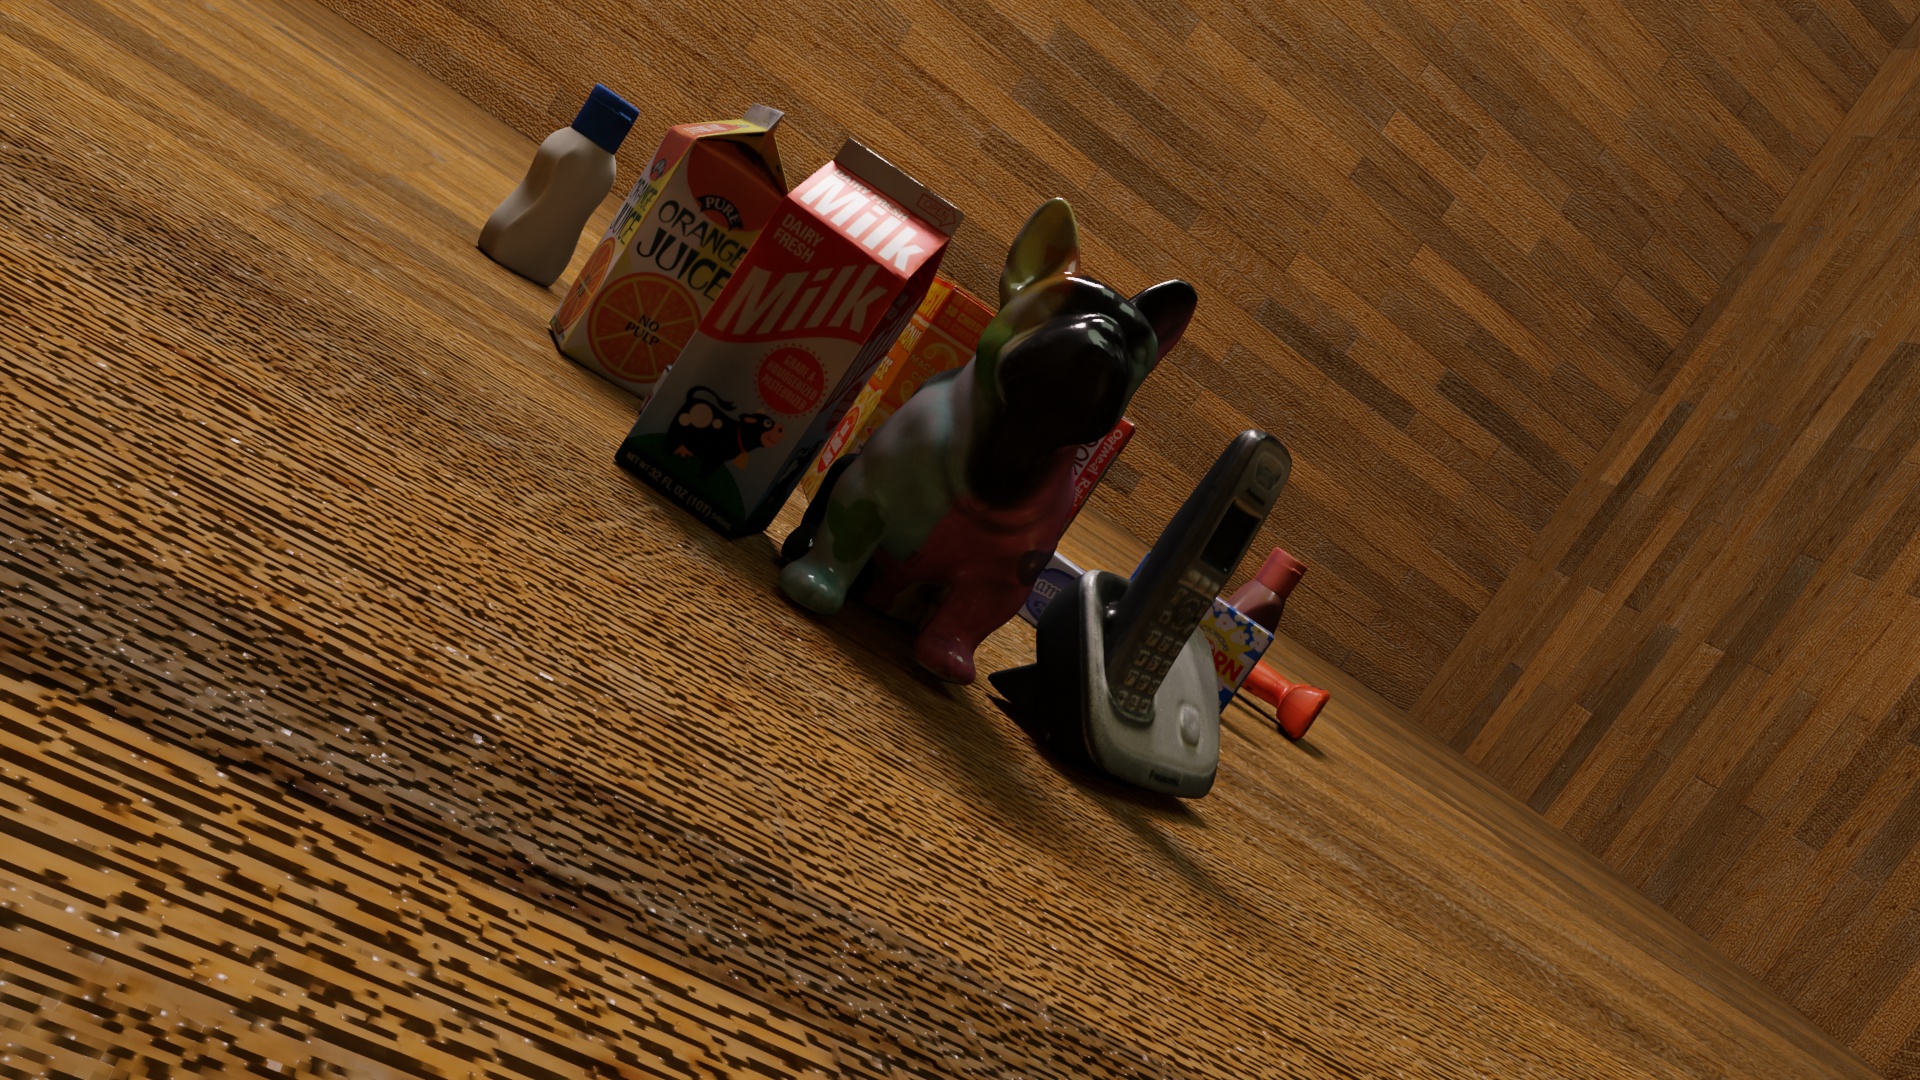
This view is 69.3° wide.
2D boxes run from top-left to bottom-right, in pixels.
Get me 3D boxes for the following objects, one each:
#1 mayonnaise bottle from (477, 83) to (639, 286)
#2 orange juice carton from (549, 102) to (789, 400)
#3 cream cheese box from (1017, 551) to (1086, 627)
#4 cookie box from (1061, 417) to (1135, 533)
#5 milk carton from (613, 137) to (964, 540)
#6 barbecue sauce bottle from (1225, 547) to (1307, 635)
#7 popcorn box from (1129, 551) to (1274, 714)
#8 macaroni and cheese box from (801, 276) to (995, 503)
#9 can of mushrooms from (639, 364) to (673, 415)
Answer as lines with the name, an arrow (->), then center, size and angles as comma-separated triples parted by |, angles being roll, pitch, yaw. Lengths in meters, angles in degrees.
mayonnaise bottle -> -0.289, -0.262, 1.019 | 0.041, 0.148, 0.064 | 38, 7, 34
orange juice carton -> -0.171, -0.187, 0.862 | 0.073, 0.192, 0.072 | 31, 7, -30
cream cheese box -> 0.076, 0.045, 1.003 | 0.104, 0.053, 0.024 | 36, 6, 16
cookie box -> 0.099, -0.047, 1.282 | 0.040, 0.167, 0.123 | 35, 6, 5
milk carton -> -0.079, -0.098, 0.679 | 0.072, 0.190, 0.073 | 34, 6, 2
barbecue sauce bottle -> 0.274, 0.076, 1.326 | 0.065, 0.148, 0.044 | 31, 7, -27
popcorn box -> 0.187, 0.078, 1.164 | 0.127, 0.085, 0.038 | 35, 6, 7
macaroni and cheese box -> -0.046, -0.097, 0.934 | 0.040, 0.166, 0.124 | 32, 6, -18
can of mushrooms -> -0.154, -0.073, 0.817 | 0.071, 0.033, 0.071 | 34, 6, -4
